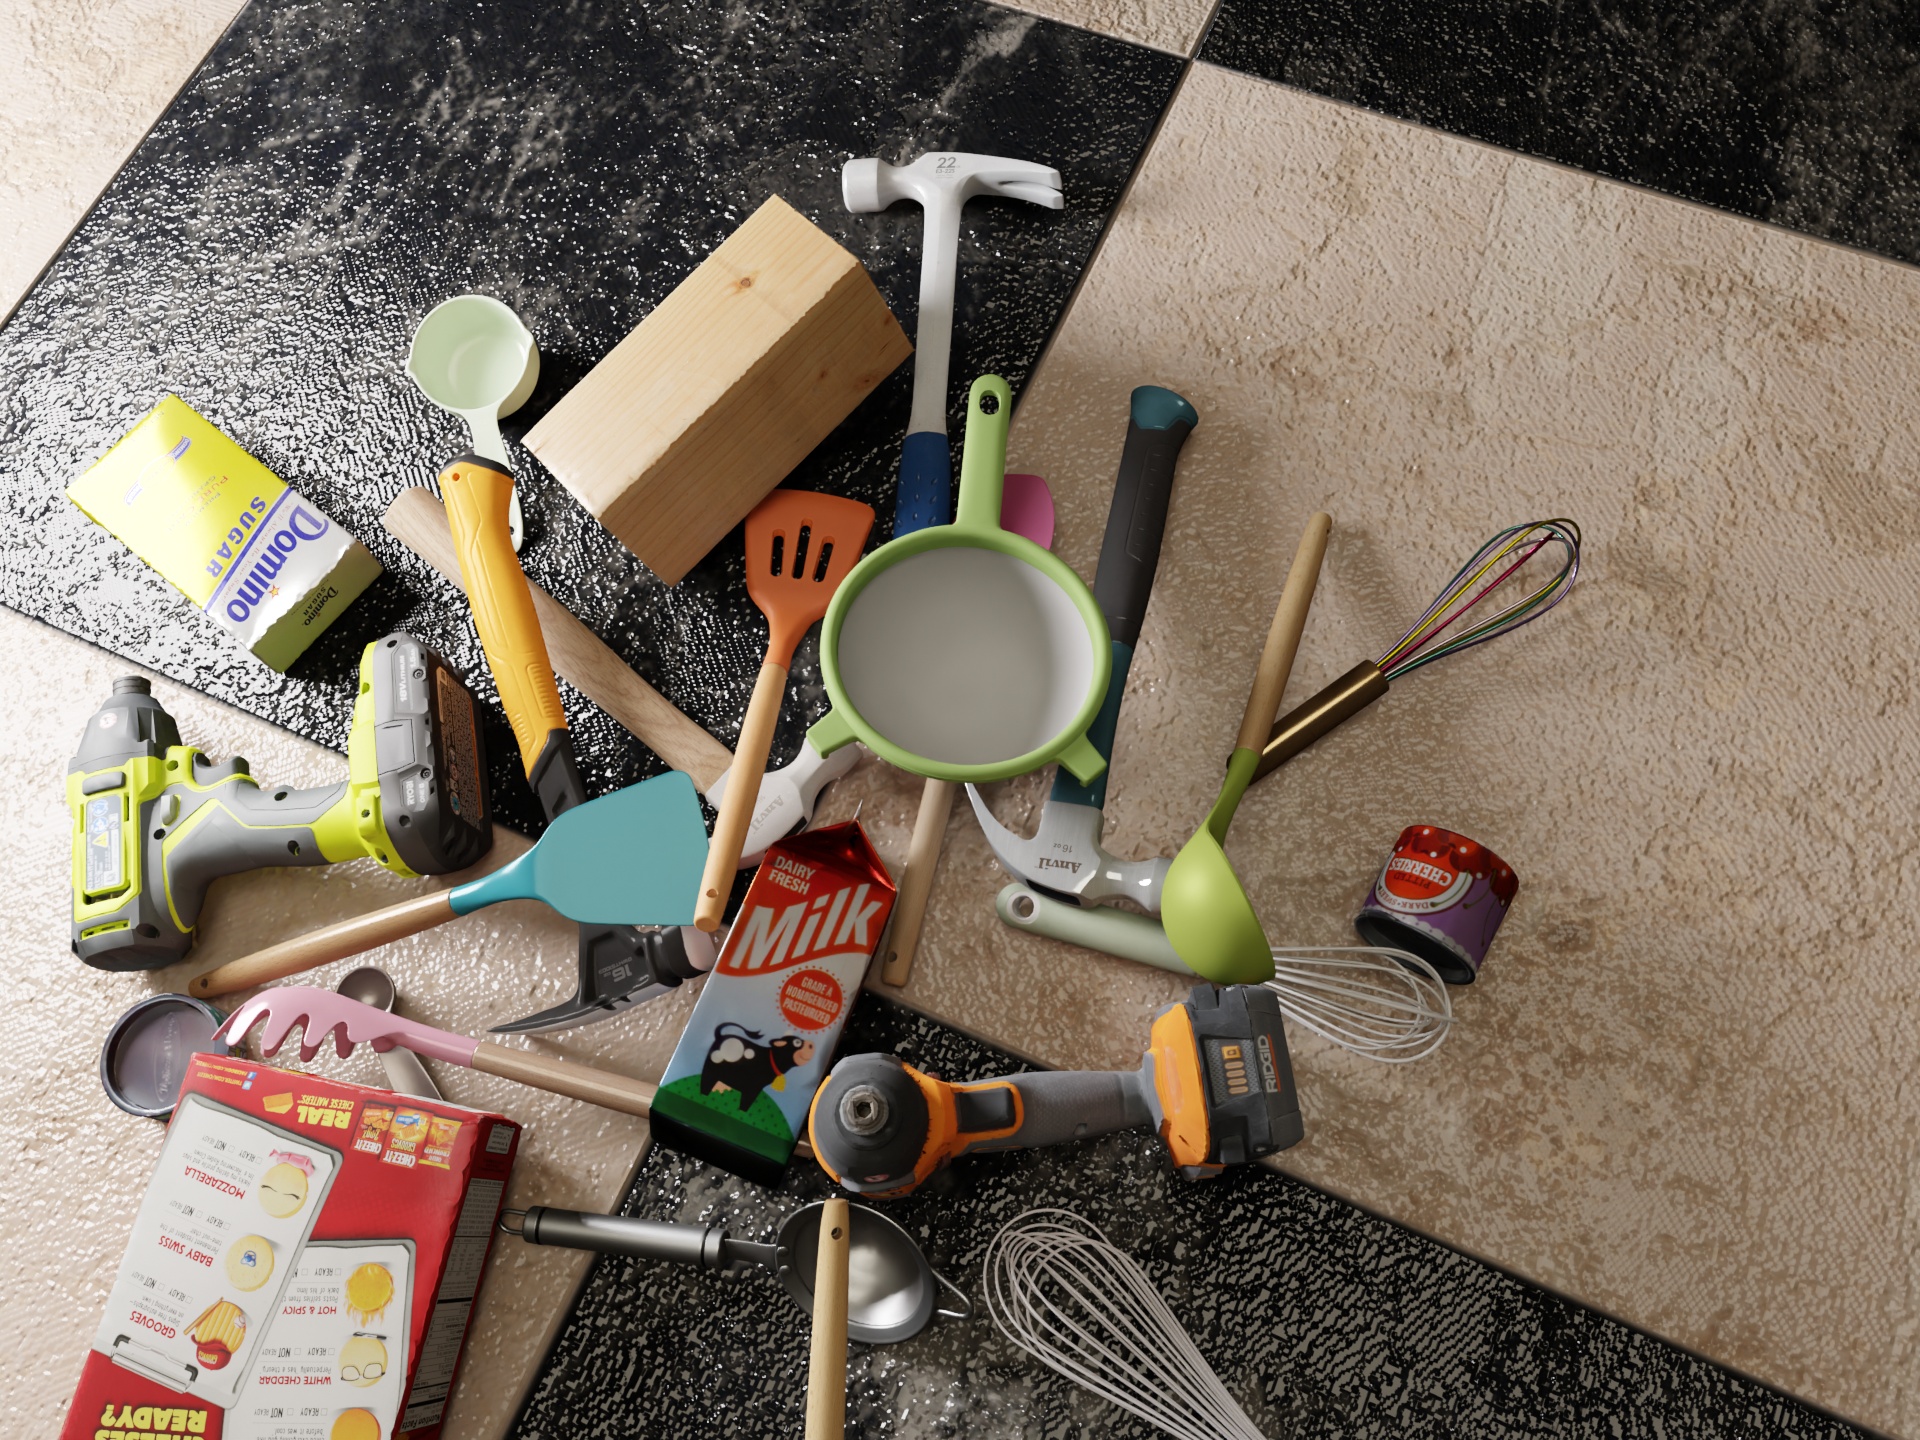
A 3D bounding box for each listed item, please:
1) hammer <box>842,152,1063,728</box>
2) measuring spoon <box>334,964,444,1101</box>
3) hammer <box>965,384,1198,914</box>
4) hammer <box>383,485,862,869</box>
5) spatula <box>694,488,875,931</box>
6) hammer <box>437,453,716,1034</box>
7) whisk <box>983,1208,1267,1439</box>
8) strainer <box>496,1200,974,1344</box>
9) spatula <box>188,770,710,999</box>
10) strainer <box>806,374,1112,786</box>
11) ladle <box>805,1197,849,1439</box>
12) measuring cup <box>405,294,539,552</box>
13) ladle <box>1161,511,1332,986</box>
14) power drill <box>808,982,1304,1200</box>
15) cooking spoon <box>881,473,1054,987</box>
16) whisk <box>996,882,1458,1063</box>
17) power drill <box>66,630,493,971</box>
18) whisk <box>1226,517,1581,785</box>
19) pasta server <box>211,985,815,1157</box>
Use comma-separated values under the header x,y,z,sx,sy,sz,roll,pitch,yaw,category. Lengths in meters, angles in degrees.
x,y,z,sx,sy,sz,roll,pitch,yaw,category
-0.014,-0.181,0.964,0.144,0.035,0.406,-1,67,10,hammer
-0.301,0.189,0.865,0.034,0.018,0.124,-33,76,-6,measuring spoon
0.089,-0.052,0.903,0.128,0.033,0.331,6,64,17,hammer
-0.221,-0.032,0.933,0.331,0.031,0.130,38,76,17,hammer
-0.107,-0.017,0.871,0.081,0.041,0.323,8,43,-1,spatula
-0.241,0.004,0.886,0.127,0.034,0.337,-24,73,12,hammer
0.126,0.339,0.750,0.285,0.070,0.070,39,76,13,whisk
-0.115,0.265,0.804,0.258,0.050,0.086,3,112,11,strainer
-0.281,0.106,0.849,0.317,0.044,0.082,-18,75,18,spatula
0.006,-0.071,0.869,0.151,0.069,0.257,6,62,-1,strainer
-0.066,0.382,0.728,0.069,0.031,0.315,5,80,-17,ladle
-0.294,-0.183,1.004,0.083,0.038,0.167,-14,85,2,measuring cup
0.171,0.000,0.847,0.062,0.078,0.320,5,50,26,ladle
0.041,0.183,0.758,0.226,0.164,0.084,-8,71,-1,power drill
-0.001,-0.003,0.912,0.069,0.017,0.319,5,68,24,cooking spoon
0.136,0.126,0.837,0.246,0.059,0.058,14,85,15,whisk
-0.390,0.034,0.899,0.223,0.080,0.171,-13,68,3,power drill
0.251,-0.041,0.895,0.245,0.047,0.051,-34,71,-5,whisk
-0.229,0.190,0.832,0.316,0.060,0.040,15,71,1,pasta server
